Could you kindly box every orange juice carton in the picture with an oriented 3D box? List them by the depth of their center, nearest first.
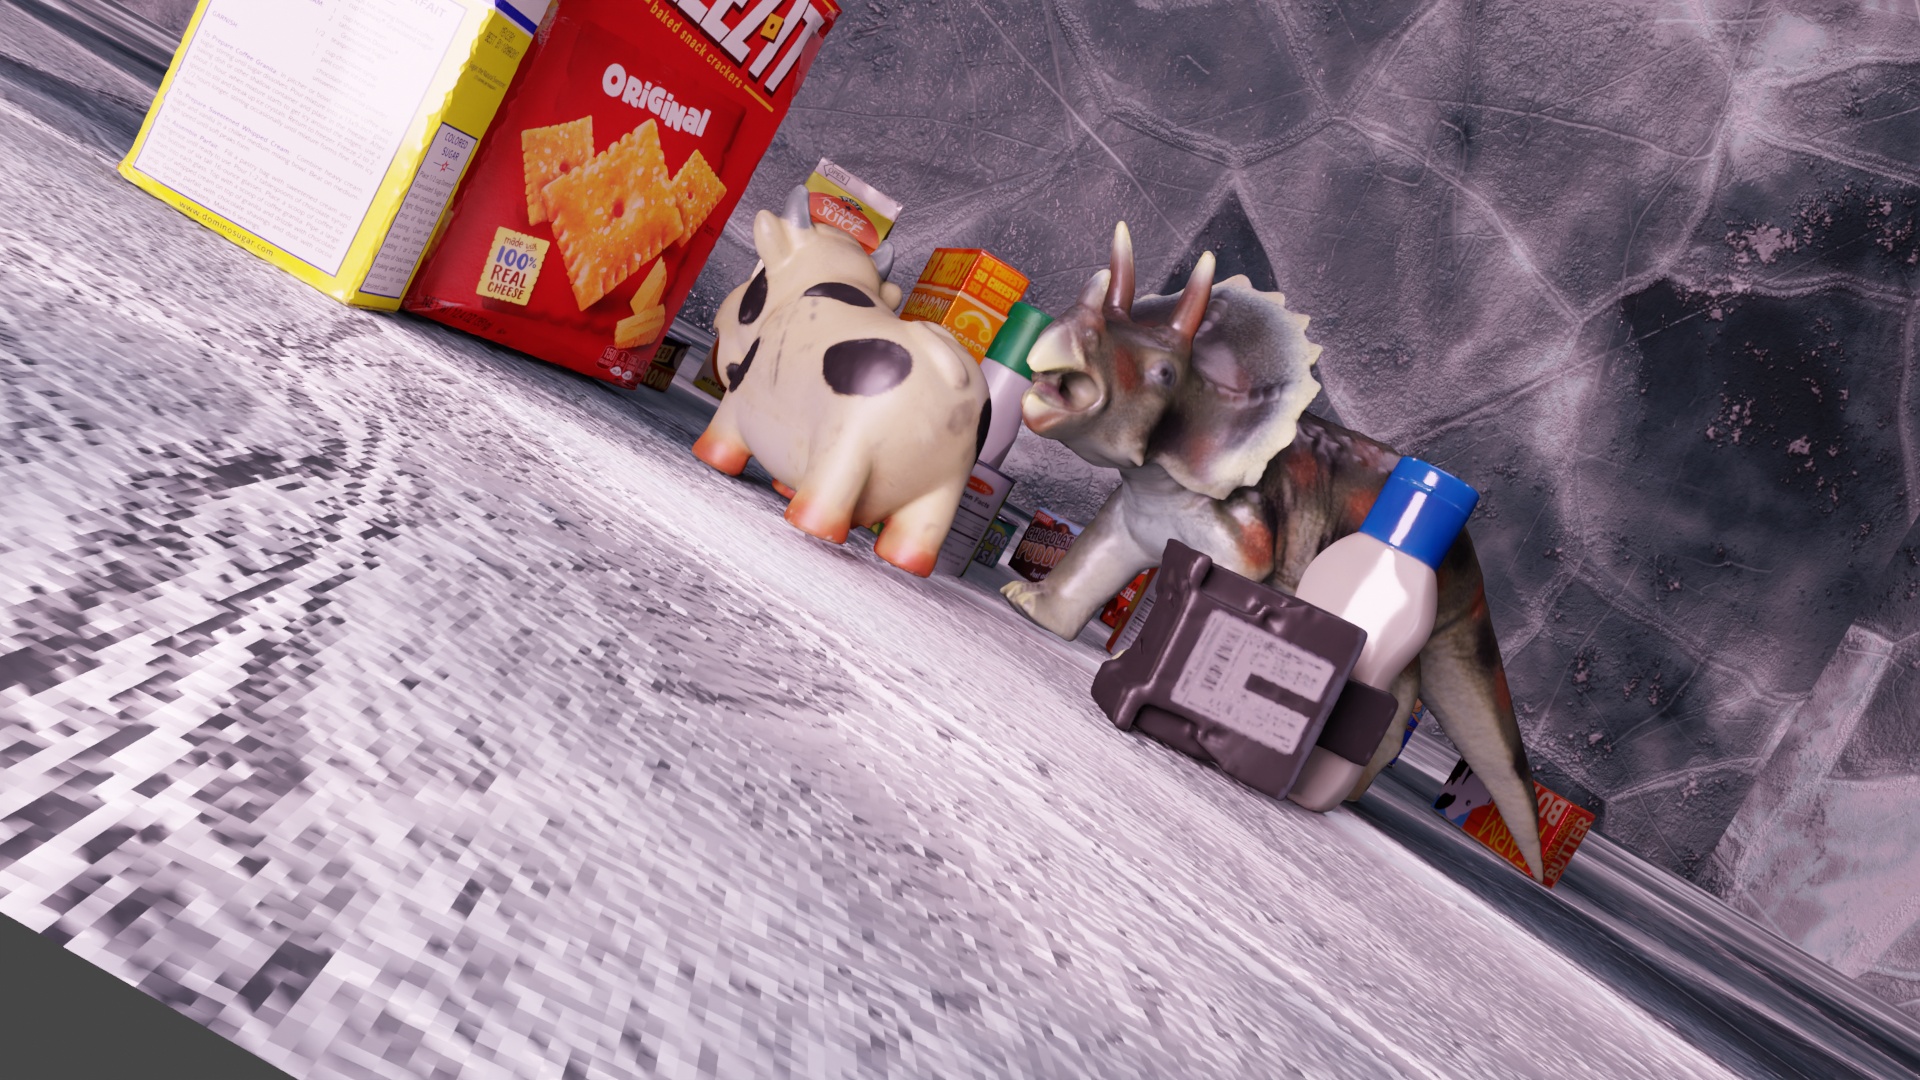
[{"bbox_3d":[-0.119,-0.183,1.033,0.072,0.192,0.073,29,3,-6],"label":"orange juice carton"}]

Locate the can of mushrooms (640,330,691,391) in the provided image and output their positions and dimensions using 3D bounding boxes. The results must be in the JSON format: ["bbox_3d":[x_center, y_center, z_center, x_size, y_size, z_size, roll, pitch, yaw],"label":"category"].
[{"bbox_3d":[-0.191,-0.115,0.805,0.071,0.033,0.071,29,4,-2],"label":"can of mushrooms"}]

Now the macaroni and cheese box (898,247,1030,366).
[{"bbox_3d":[-0.026,-0.105,0.888,0.040,0.166,0.124,29,3,-19],"label":"macaroni and cheese box"}]

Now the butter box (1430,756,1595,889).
[{"bbox_3d":[0.346,0.172,0.876,0.024,0.053,0.103,28,4,-20],"label":"butter box"}]

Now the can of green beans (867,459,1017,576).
[{"bbox_3d":[-0.013,-0.021,0.713,0.071,0.058,0.071,29,4,-2],"label":"can of green beans"}]

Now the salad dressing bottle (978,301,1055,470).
[{"bbox_3d":[0.011,-0.066,0.805,0.044,0.147,0.064,30,3,3],"label":"salad dressing bottle"}]

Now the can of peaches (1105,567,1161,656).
[{"bbox_3d":[0.123,0.051,0.766,0.071,0.058,0.071,29,4,-2],"label":"can of peaches"}]

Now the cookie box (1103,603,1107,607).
[{"bbox_3d":[0.175,-0.007,1.091,0.040,0.167,0.123,29,3,-18],"label":"cookie box"}]

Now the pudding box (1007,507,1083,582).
[{"bbox_3d":[0.071,0.013,0.943,0.030,0.049,0.084,28,4,-29],"label":"pudding box"}]

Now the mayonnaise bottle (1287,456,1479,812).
[{"bbox_3d":[0.165,0.037,0.584,0.065,0.148,0.041,31,4,31],"label":"mayonnaise bottle"}]

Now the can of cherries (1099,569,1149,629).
[{"bbox_3d":[0.136,0.044,0.957,0.071,0.058,0.071,29,3,-2],"label":"can of cherries"}]

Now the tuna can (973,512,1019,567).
[{"bbox_3d":[0.003,-0.011,0.889,0.071,0.033,0.071,29,4,-2],"label":"tuna can"}]
